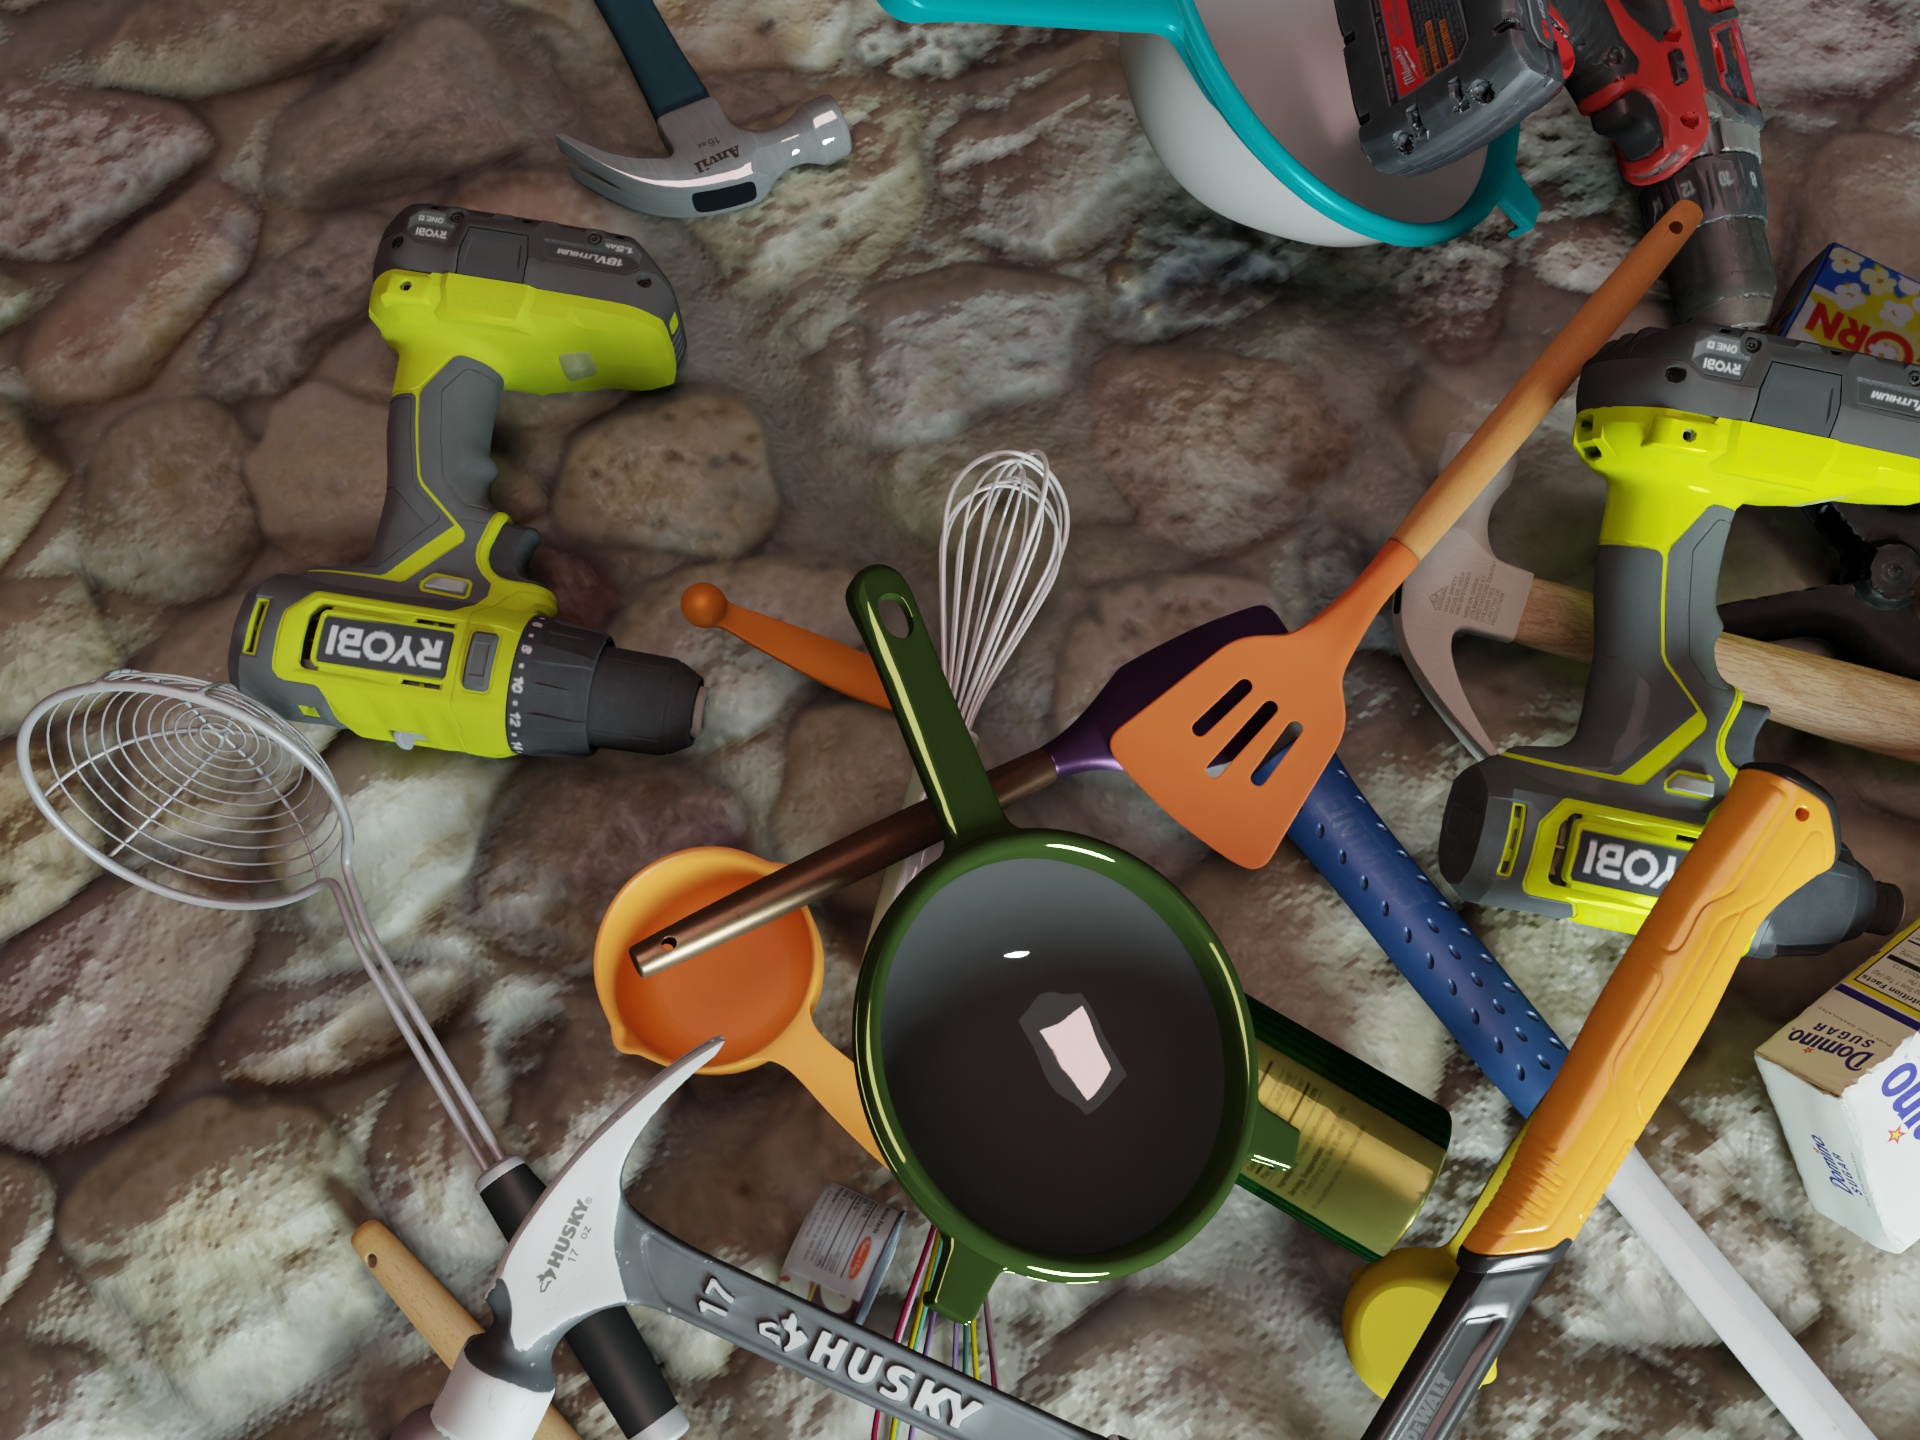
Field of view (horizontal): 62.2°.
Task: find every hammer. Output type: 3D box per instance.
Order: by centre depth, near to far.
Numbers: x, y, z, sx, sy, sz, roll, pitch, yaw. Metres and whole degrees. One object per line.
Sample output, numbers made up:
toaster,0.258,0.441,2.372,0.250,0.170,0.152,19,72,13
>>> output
hammer,0.194,0.155,0.541,0.127,0.034,0.337,35,84,-5
hammer,0.038,0.250,0.551,0.409,0.036,0.149,26,79,-6
hammer,0.248,0.174,0.617,0.144,0.035,0.406,-35,76,-9
hammer,0.342,-0.011,0.653,0.331,0.031,0.130,18,92,6
hammer,-0.182,-0.388,0.799,0.128,0.033,0.331,-26,74,-8

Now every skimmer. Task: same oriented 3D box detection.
skimmer,-0.232,0.135,0.610,0.127,0.090,0.363,-43,77,34

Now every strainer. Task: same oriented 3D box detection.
strainer,0.004,0.070,0.565,0.151,0.069,0.256,-15,75,-30
strainer,0.093,-0.282,0.679,0.340,0.095,0.211,-12,84,-33

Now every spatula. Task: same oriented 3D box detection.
spatula,0.191,-0.085,0.641,0.081,0.041,0.322,40,86,6
spatula,0.015,0.030,0.642,0.316,0.018,0.060,-24,76,-21

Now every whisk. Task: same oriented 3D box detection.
whisk,0.000,0.196,0.618,0.047,0.051,0.245,13,68,-17
whisk,-0.001,-0.002,0.672,0.057,0.059,0.246,19,77,-22

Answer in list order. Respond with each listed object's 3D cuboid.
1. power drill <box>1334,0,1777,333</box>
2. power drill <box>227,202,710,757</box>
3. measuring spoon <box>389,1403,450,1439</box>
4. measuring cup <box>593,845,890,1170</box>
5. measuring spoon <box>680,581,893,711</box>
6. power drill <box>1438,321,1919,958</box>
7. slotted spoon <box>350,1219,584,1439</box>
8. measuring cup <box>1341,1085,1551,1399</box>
power drill,0.273,-0.262,0.687,0.226,0.080,0.188,1,77,-36
power drill,-0.190,-0.095,0.688,0.190,0.080,0.229,8,76,-1
measuring spoon,-0.169,0.307,0.594,0.124,0.018,0.034,41,78,11
measuring cup,-0.067,0.126,0.631,0.174,0.052,0.095,41,78,10
measuring spoon,-0.063,-0.030,0.673,0.116,0.011,0.021,24,68,-18
power drill,0.292,-0.024,0.606,0.171,0.080,0.223,11,95,-1
slotted spoon,-0.122,0.300,0.590,0.314,0.031,0.070,41,105,15
measuring cup,0.196,0.187,0.587,0.062,0.029,0.156,35,100,23
